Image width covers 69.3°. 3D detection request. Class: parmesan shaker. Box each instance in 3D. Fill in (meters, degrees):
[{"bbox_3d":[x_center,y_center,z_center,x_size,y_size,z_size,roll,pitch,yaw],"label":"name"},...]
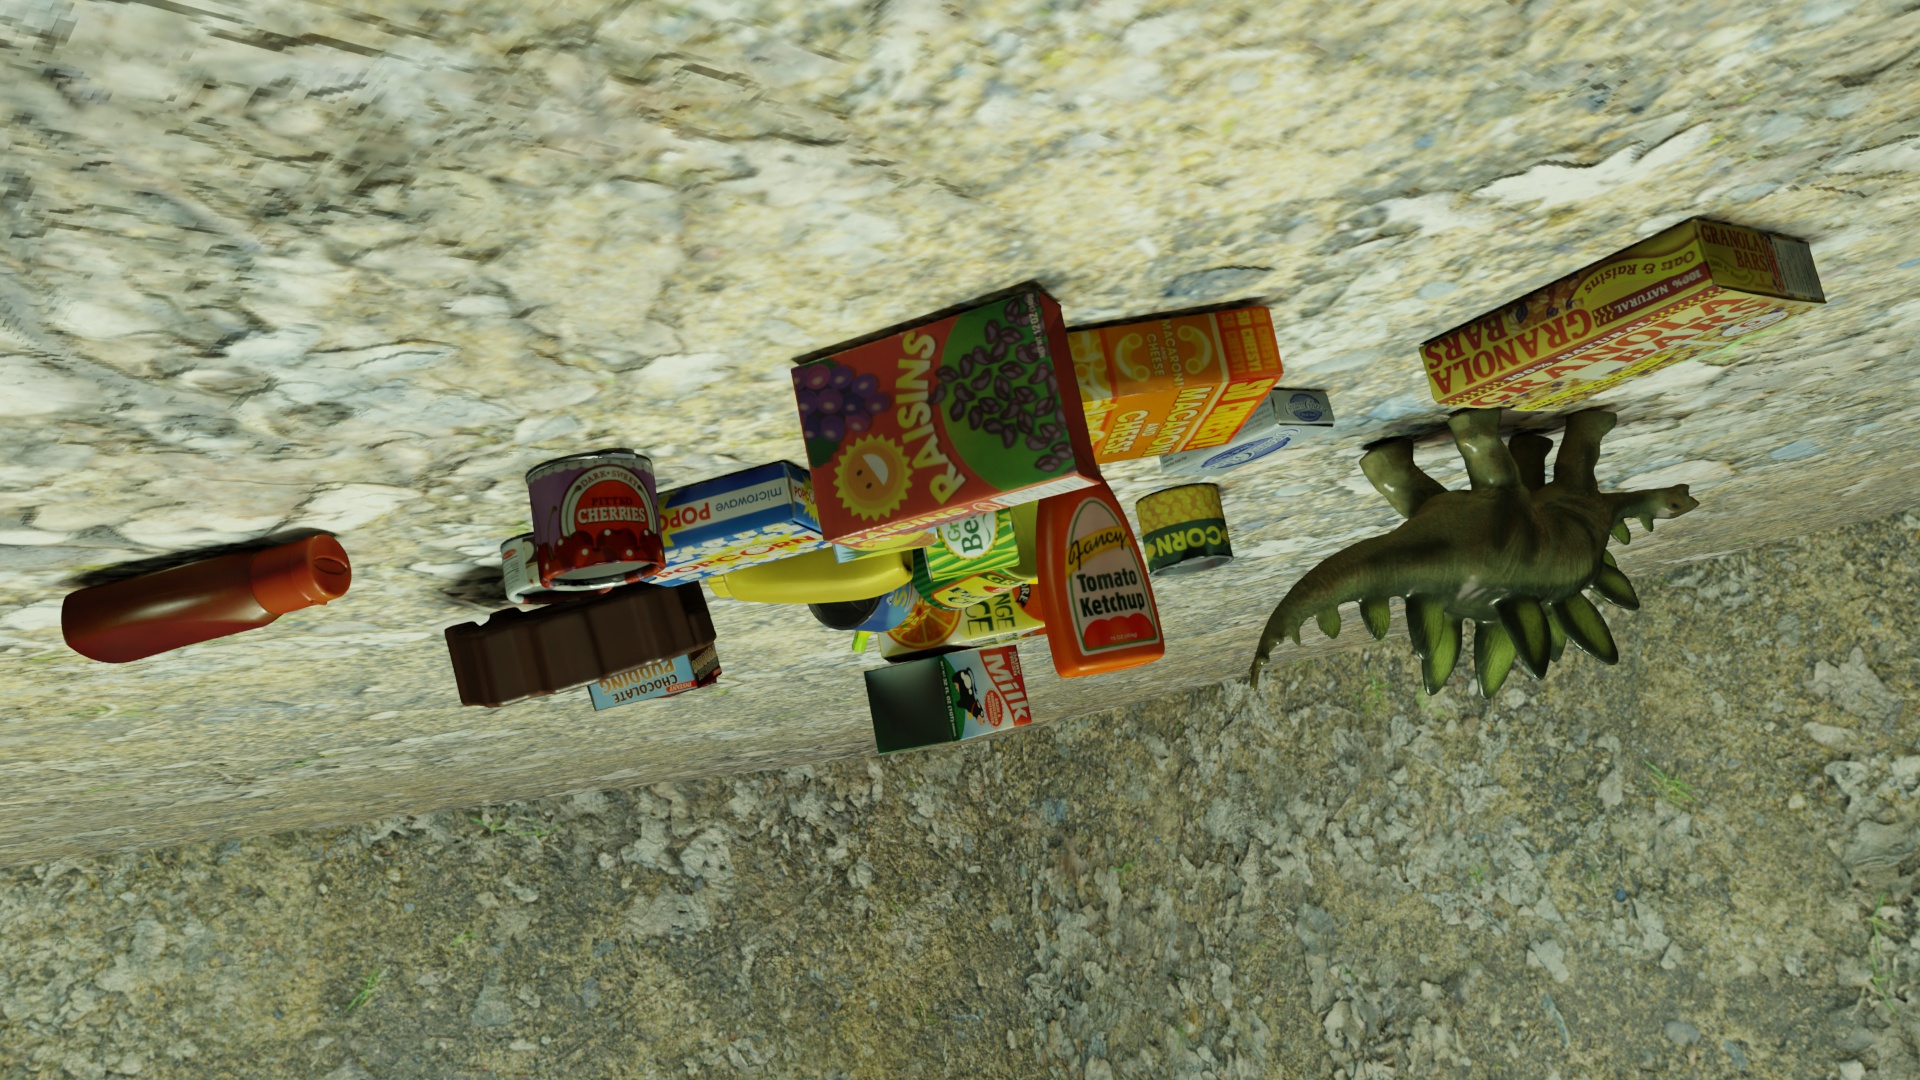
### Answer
[{"bbox_3d":[0.017,0.007,0.980,0.071,0.071,0.102,-3,166,-33],"label":"parmesan shaker"}]

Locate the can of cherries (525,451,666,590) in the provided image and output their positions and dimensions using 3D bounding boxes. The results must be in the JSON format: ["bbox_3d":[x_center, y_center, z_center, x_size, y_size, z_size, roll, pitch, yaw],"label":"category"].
[{"bbox_3d":[-0.191,-0.009,0.732,0.071,0.058,0.071,-10,168,-2],"label":"can of cherries"}]

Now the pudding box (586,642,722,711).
[{"bbox_3d":[-0.222,0.097,1.006,0.083,0.030,0.050,-13,-175,13],"label":"pudding box"}]

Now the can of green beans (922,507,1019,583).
[{"bbox_3d":[0.003,-0.011,0.882,0.058,0.071,0.071,-11,168,0],"label":"can of green beans"}]

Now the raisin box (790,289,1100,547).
[{"bbox_3d":[-0.008,-0.053,0.623,0.123,0.086,0.040,-15,172,19],"label":"raisin box"}]

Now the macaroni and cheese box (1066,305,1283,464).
[{"bbox_3d":[0.067,-0.072,0.715,0.167,0.040,0.123,-9,168,-5],"label":"macaroni and cheese box"}]

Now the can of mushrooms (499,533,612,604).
[{"bbox_3d":[-0.248,0.017,0.866,0.071,0.033,0.071,-10,167,-2],"label":"can of mushrooms"}]

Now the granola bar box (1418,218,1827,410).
[{"bbox_3d":[0.361,-0.117,0.764,0.124,0.039,0.165,-2,165,-36],"label":"granola bar box"}]

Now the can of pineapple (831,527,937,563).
[{"bbox_3d":[-0.047,-0.024,0.769,0.058,0.071,0.071,-11,168,-3],"label":"can of pineapple"}]

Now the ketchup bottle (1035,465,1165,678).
[{"bbox_3d":[0.071,0.001,0.795,0.065,0.149,0.043,-7,167,-21],"label":"ketchup bottle"}]

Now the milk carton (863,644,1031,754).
[{"bbox_3d":[0.001,0.133,1.195,0.073,0.072,0.191,-15,172,27],"label":"milk carton"}]

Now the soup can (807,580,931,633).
[{"bbox_3d":[-0.064,0.034,1.039,0.071,0.071,0.084,-16,167,24],"label":"soup can"}]

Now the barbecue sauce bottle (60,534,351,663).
[{"bbox_3d":[-0.411,0.032,0.766,0.148,0.044,0.065,-14,168,11],"label":"barbecue sauce bottle"}]

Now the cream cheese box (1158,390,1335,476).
[{"bbox_3d":[0.178,-0.066,0.878,0.053,0.024,0.103,-2,166,-37],"label":"cream cheese box"}]

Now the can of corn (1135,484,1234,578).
[{"bbox_3d":[0.172,-0.007,1.069,0.071,0.058,0.071,-10,168,-2],"label":"can of corn"}]

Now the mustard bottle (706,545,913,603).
[{"bbox_3d":[-0.112,0.011,0.898,0.160,0.065,0.048,-7,163,12],"label":"mustard bottle"}]

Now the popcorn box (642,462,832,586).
[{"bbox_3d":[-0.142,-0.007,0.835,0.126,0.038,0.085,-14,169,14],"label":"popcorn box"}]

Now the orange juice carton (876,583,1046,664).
[{"bbox_3d":[0.025,0.049,1.168,0.193,0.073,0.071,-11,169,2],"label":"orange juice carton"}]
